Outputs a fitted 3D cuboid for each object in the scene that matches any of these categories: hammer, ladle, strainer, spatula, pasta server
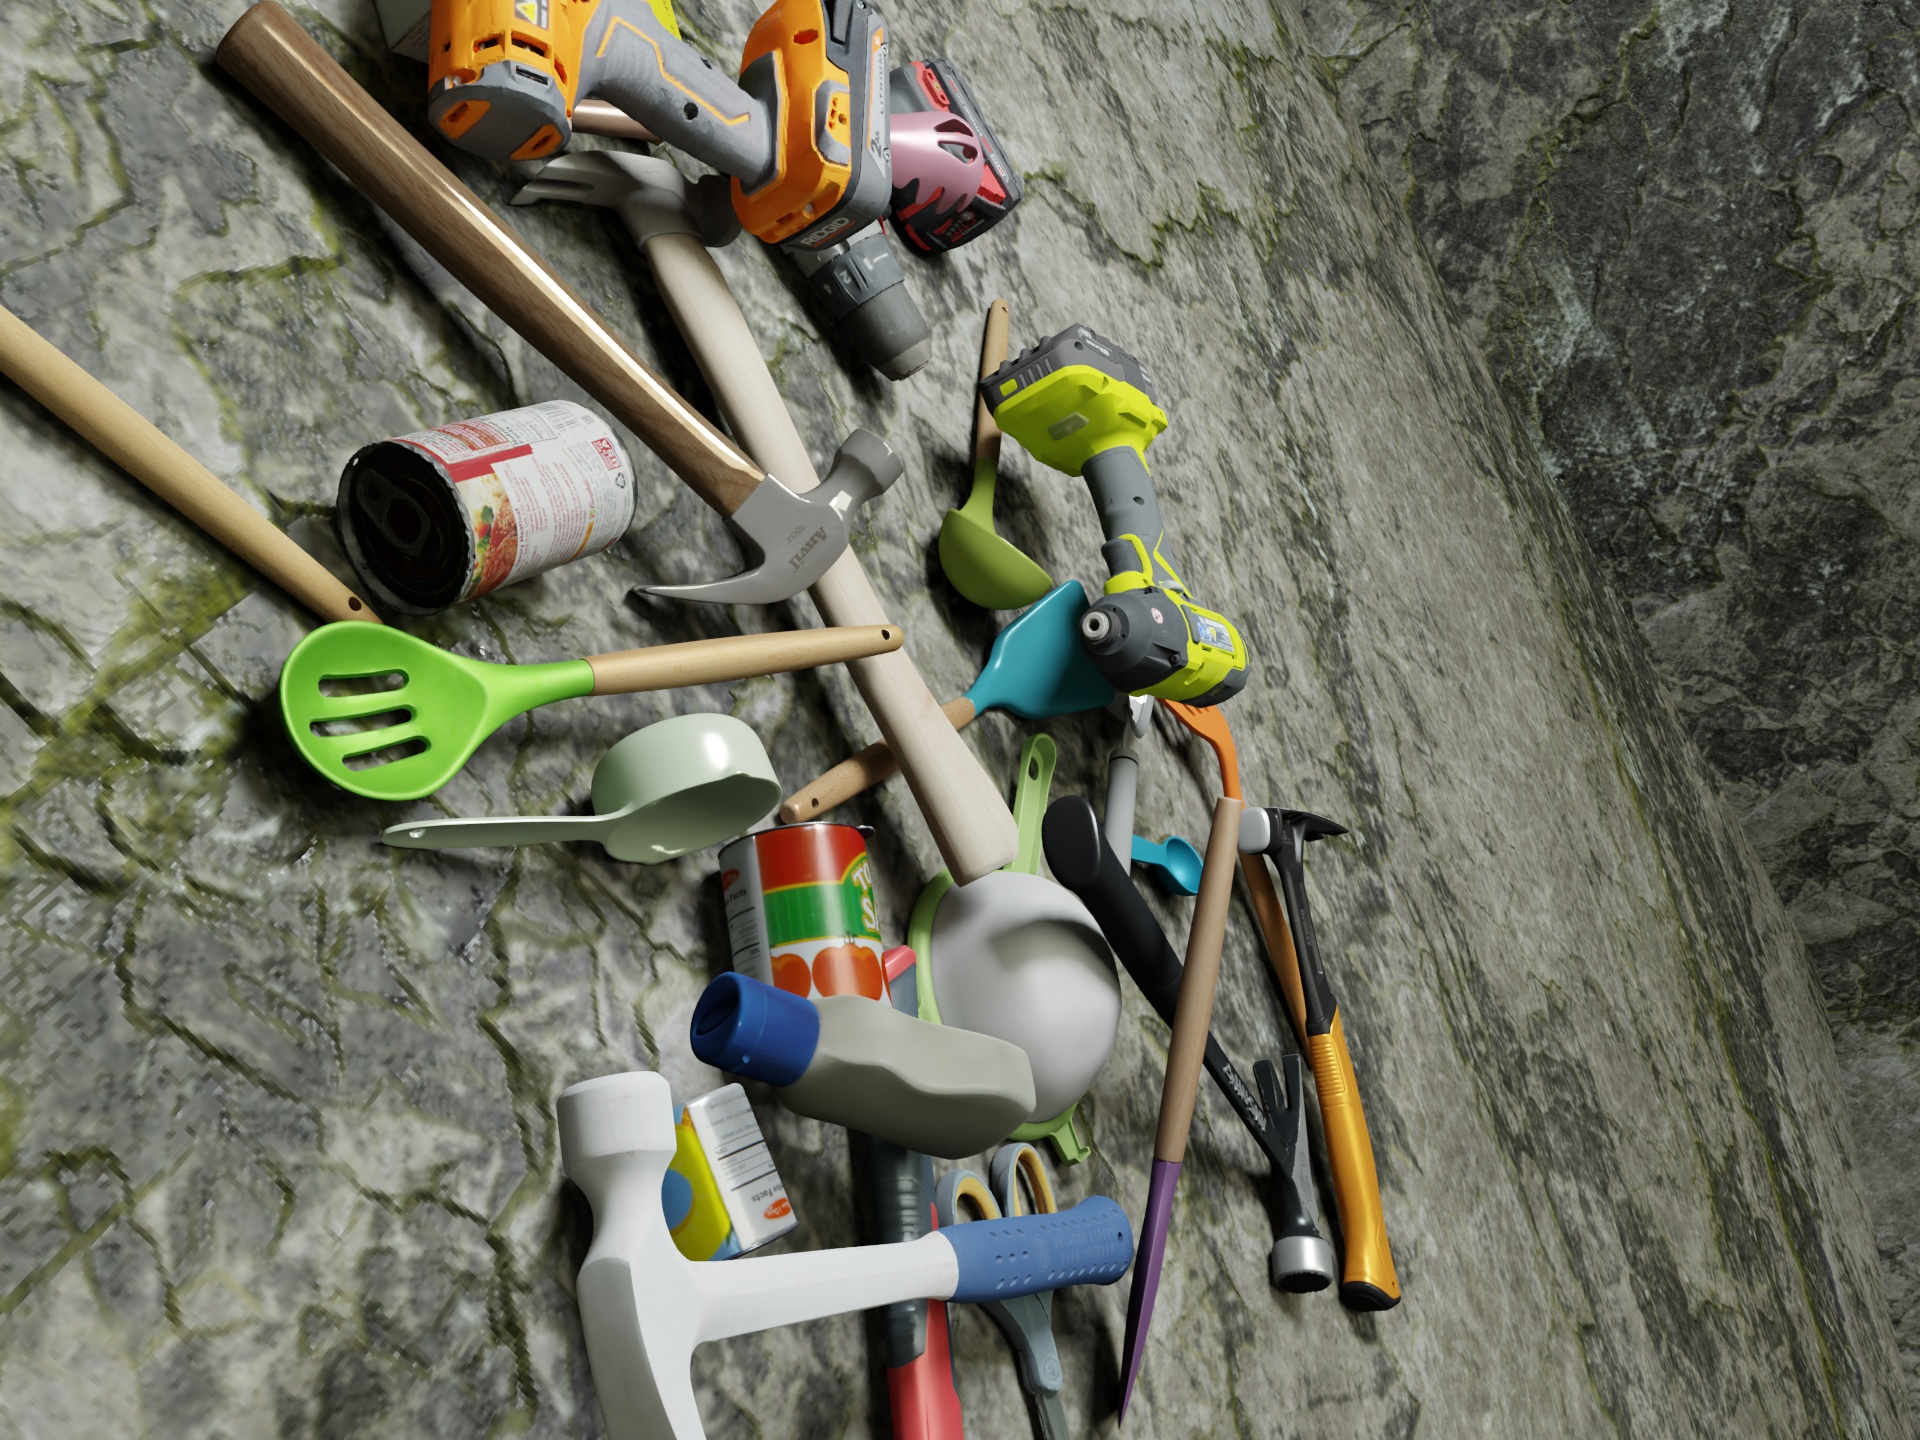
[{"bbox_3d":[-0.181,-0.176,0.704,0.331,0.031,0.130,42,78,-19],"label":"hammer"},{"bbox_3d":[0.255,0.226,1.091,0.127,0.034,0.337,10,66,-51],"label":"hammer"},{"bbox_3d":[0.136,0.173,0.895,0.149,0.036,0.408,-86,153,-42],"label":"hammer"},{"bbox_3d":[-0.315,-0.128,0.521,0.315,0.031,0.069,46,39,-32],"label":"ladle"},{"bbox_3d":[-0.013,0.219,0.617,0.405,0.035,0.144,29,44,-61],"label":"hammer"},{"bbox_3d":[0.050,0.099,0.868,0.151,0.069,0.257,43,40,-32],"label":"strainer"},{"bbox_3d":[0.027,-0.191,1.046,0.078,0.062,0.320,35,39,-29],"label":"ladle"},{"bbox_3d":[0.108,0.194,0.796,0.059,0.018,0.316,26,75,-81],"label":"spatula"},{"bbox_3d":[-0.006,0.289,0.687,0.143,0.038,0.387,26,49,-48],"label":"hammer"},{"bbox_3d":[0.199,0.096,1.140,0.081,0.041,0.322,-13,85,-58],"label":"spatula"},{"bbox_3d":[0.103,0.019,1.021,0.086,0.050,0.259,72,21,-46],"label":"strainer"},{"bbox_3d":[-0.106,-0.320,0.876,0.316,0.040,0.060,-11,85,-37],"label":"pasta server"},{"bbox_3d":[-0.001,-0.003,0.886,0.317,0.044,0.082,-32,107,-57],"label":"spatula"},{"bbox_3d":[-0.085,-0.103,0.805,0.146,0.038,0.411,-19,81,-57],"label":"hammer"}]

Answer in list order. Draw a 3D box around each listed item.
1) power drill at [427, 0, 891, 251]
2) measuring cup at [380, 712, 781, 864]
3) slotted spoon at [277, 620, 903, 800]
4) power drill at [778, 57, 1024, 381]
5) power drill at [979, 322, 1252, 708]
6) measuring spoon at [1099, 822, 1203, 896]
[{"bbox_3d":[-0.142,-0.330,0.765,0.226,0.084,0.164,6,78,-41],"label":"power drill"},{"bbox_3d":[-0.151,0.027,0.635,0.167,0.083,0.038,-2,61,-40],"label":"measuring cup"},{"bbox_3d":[-0.136,-0.019,0.665,0.313,0.031,0.070,-12,79,-47],"label":"slotted spoon"},{"bbox_3d":[-0.043,-0.324,1.014,0.188,0.080,0.227,58,35,-11],"label":"power drill"},{"bbox_3d":[0.094,-0.121,0.975,0.171,0.080,0.223,10,58,-58],"label":"power drill"},{"bbox_3d":[0.110,0.087,1.023,0.128,0.021,0.042,20,46,-38],"label":"measuring spoon"}]
